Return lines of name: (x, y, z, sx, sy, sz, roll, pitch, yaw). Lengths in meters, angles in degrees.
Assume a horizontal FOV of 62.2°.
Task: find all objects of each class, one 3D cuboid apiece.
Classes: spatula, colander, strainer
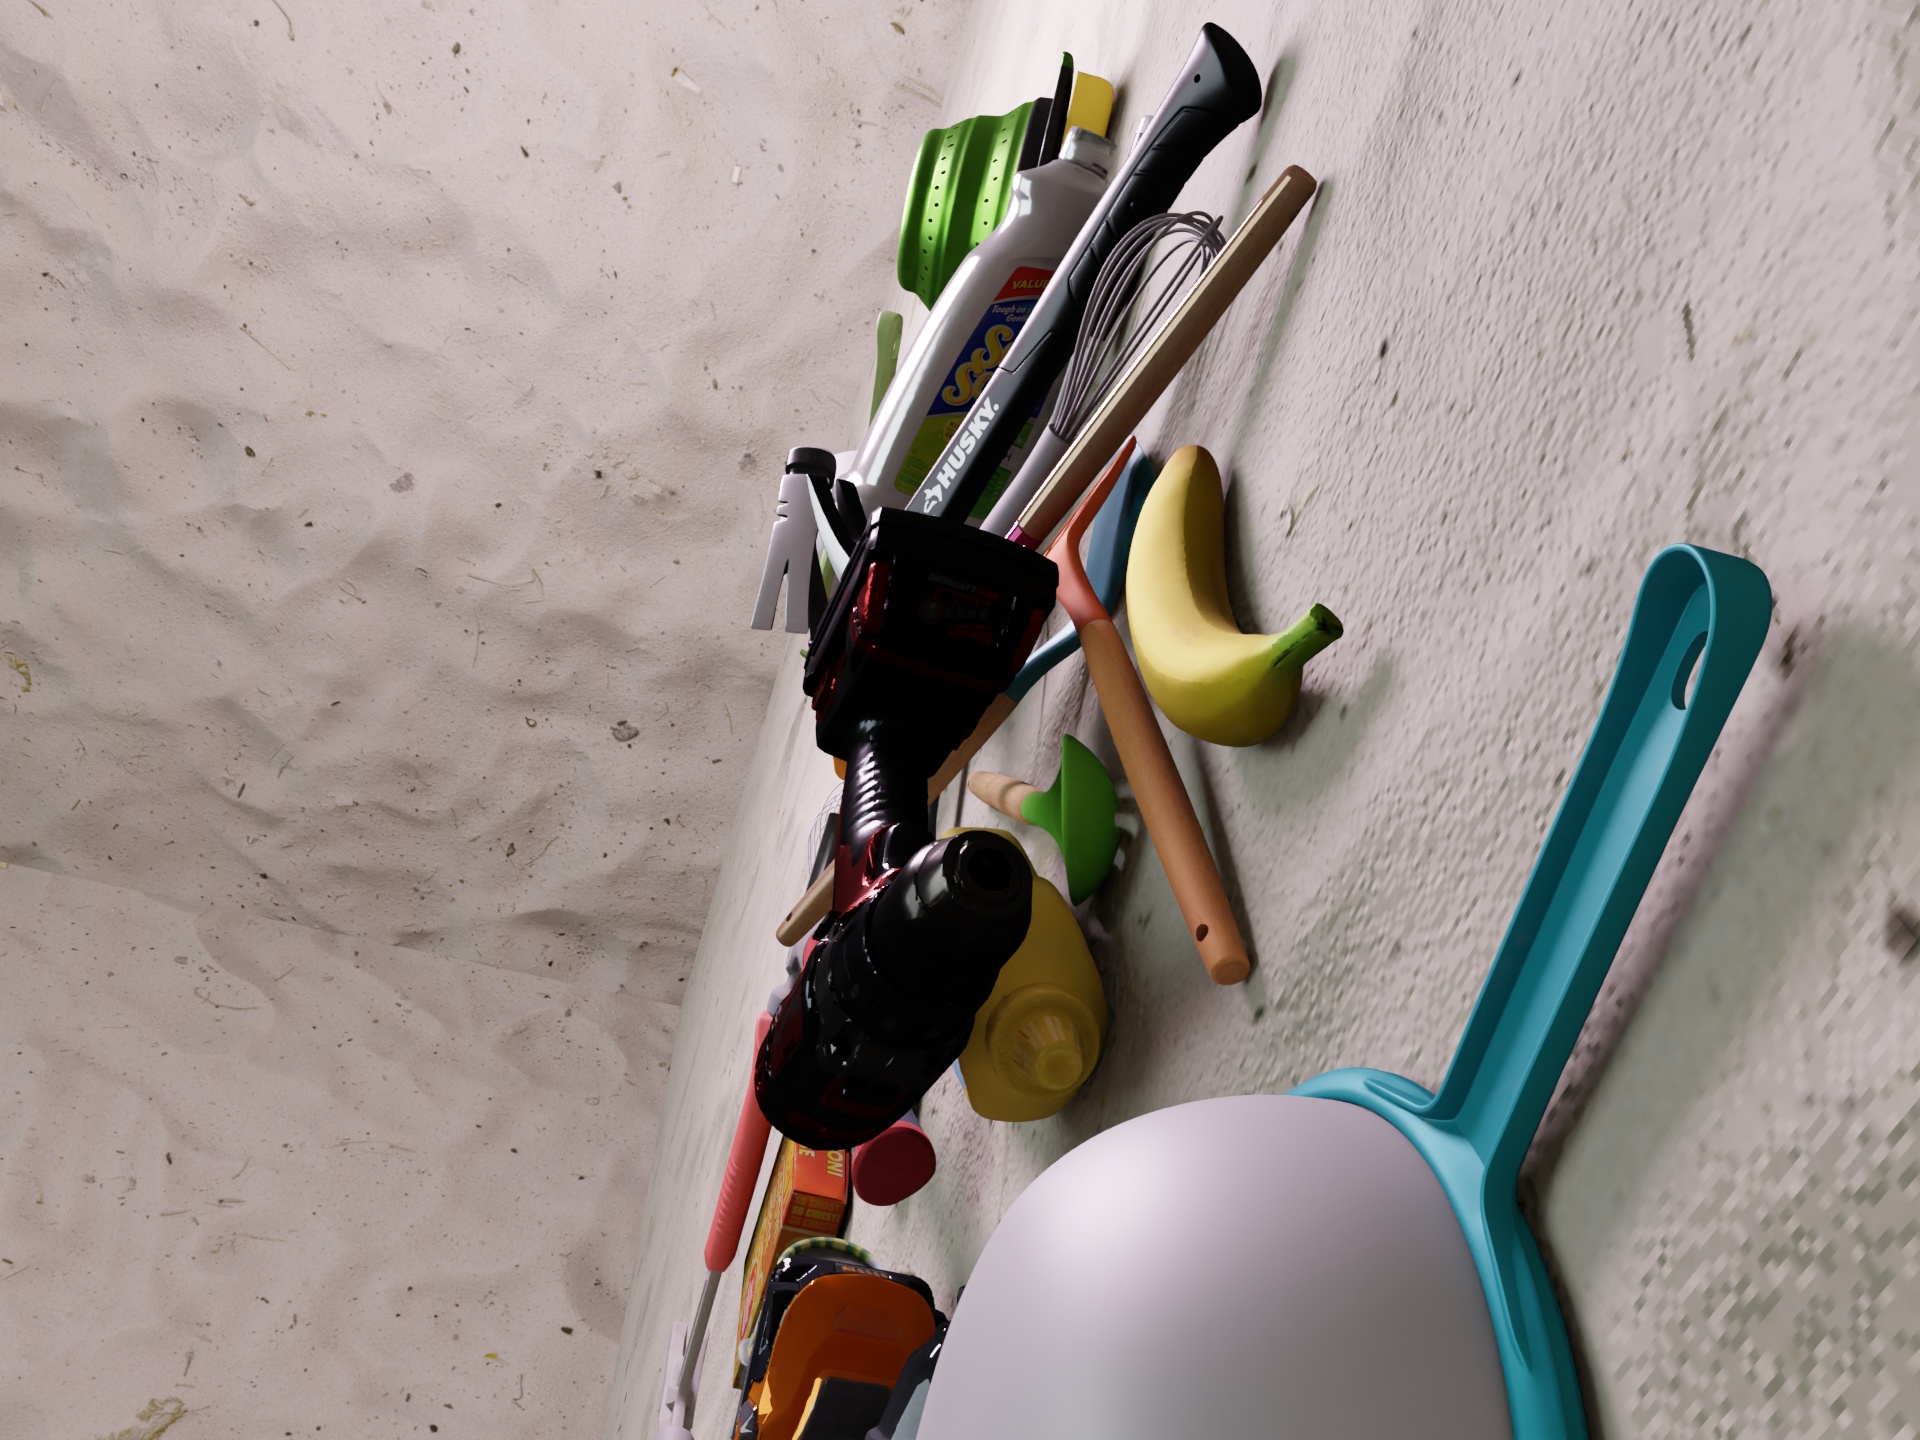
spatula: (0.066, -0.016, 0.610, 0.081, 0.041, 0.323, -52, 28, 26)
colander: (-0.006, -0.270, 1.127, 0.204, 0.094, 0.397, -71, -6, -79)
spatula: (-0.001, -0.003, 0.787, 0.317, 0.044, 0.082, -49, 23, 17)
strainer: (-0.087, -0.179, 1.134, 0.151, 0.069, 0.256, -57, -17, -49)
strainer: (0.056, 0.117, 0.330, 0.211, 0.095, 0.340, -102, 27, -68)

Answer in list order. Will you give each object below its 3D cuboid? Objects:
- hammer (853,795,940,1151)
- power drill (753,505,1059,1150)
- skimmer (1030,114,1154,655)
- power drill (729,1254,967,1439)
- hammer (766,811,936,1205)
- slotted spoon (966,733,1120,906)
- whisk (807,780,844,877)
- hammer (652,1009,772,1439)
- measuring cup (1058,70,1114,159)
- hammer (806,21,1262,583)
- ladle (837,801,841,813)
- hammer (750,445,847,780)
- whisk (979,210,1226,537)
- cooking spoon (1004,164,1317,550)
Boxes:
hammer: (-0.018, 0.067, 0.974, 0.149, 0.036, 0.409, 124, 158, -59)
power drill: (-0.016, 0.028, 0.587, 0.187, 0.080, 0.227, 123, 159, -51)
skimmer: (0.029, -0.155, 0.864, 0.127, 0.090, 0.363, 30, 106, 46)
power drill: (-0.029, 0.281, 0.620, 0.226, 0.084, 0.164, 165, 119, -73)
hammer: (-0.059, 0.154, 0.886, 0.386, 0.038, 0.143, -147, 73, -77)
slotted spoon: (0.032, 0.038, 0.760, 0.314, 0.031, 0.070, -172, 79, -82)
whisk: (-0.097, 0.183, 1.188, 0.070, 0.070, 0.285, 155, 125, -77)
hammer: (-0.169, 0.363, 1.158, 0.149, 0.036, 0.359, -97, 22, -69)
measuring cup: (0.081, -0.379, 1.098, 0.156, 0.029, 0.062, 98, -176, -68)
hammer: (0.035, -0.182, 0.781, 0.146, 0.035, 0.334, 52, 122, 30)
ladle: (-0.069, 0.014, 1.054, 0.078, 0.062, 0.320, -105, 28, -46)
hammer: (-0.090, -0.036, 1.086, 0.336, 0.034, 0.127, 84, -168, -62)
whisk: (0.049, -0.126, 0.726, 0.239, 0.055, 0.055, -57, 18, 27)
cooking spoon: (0.045, -0.100, 0.682, 0.318, 0.017, 0.069, -51, -15, 31)
